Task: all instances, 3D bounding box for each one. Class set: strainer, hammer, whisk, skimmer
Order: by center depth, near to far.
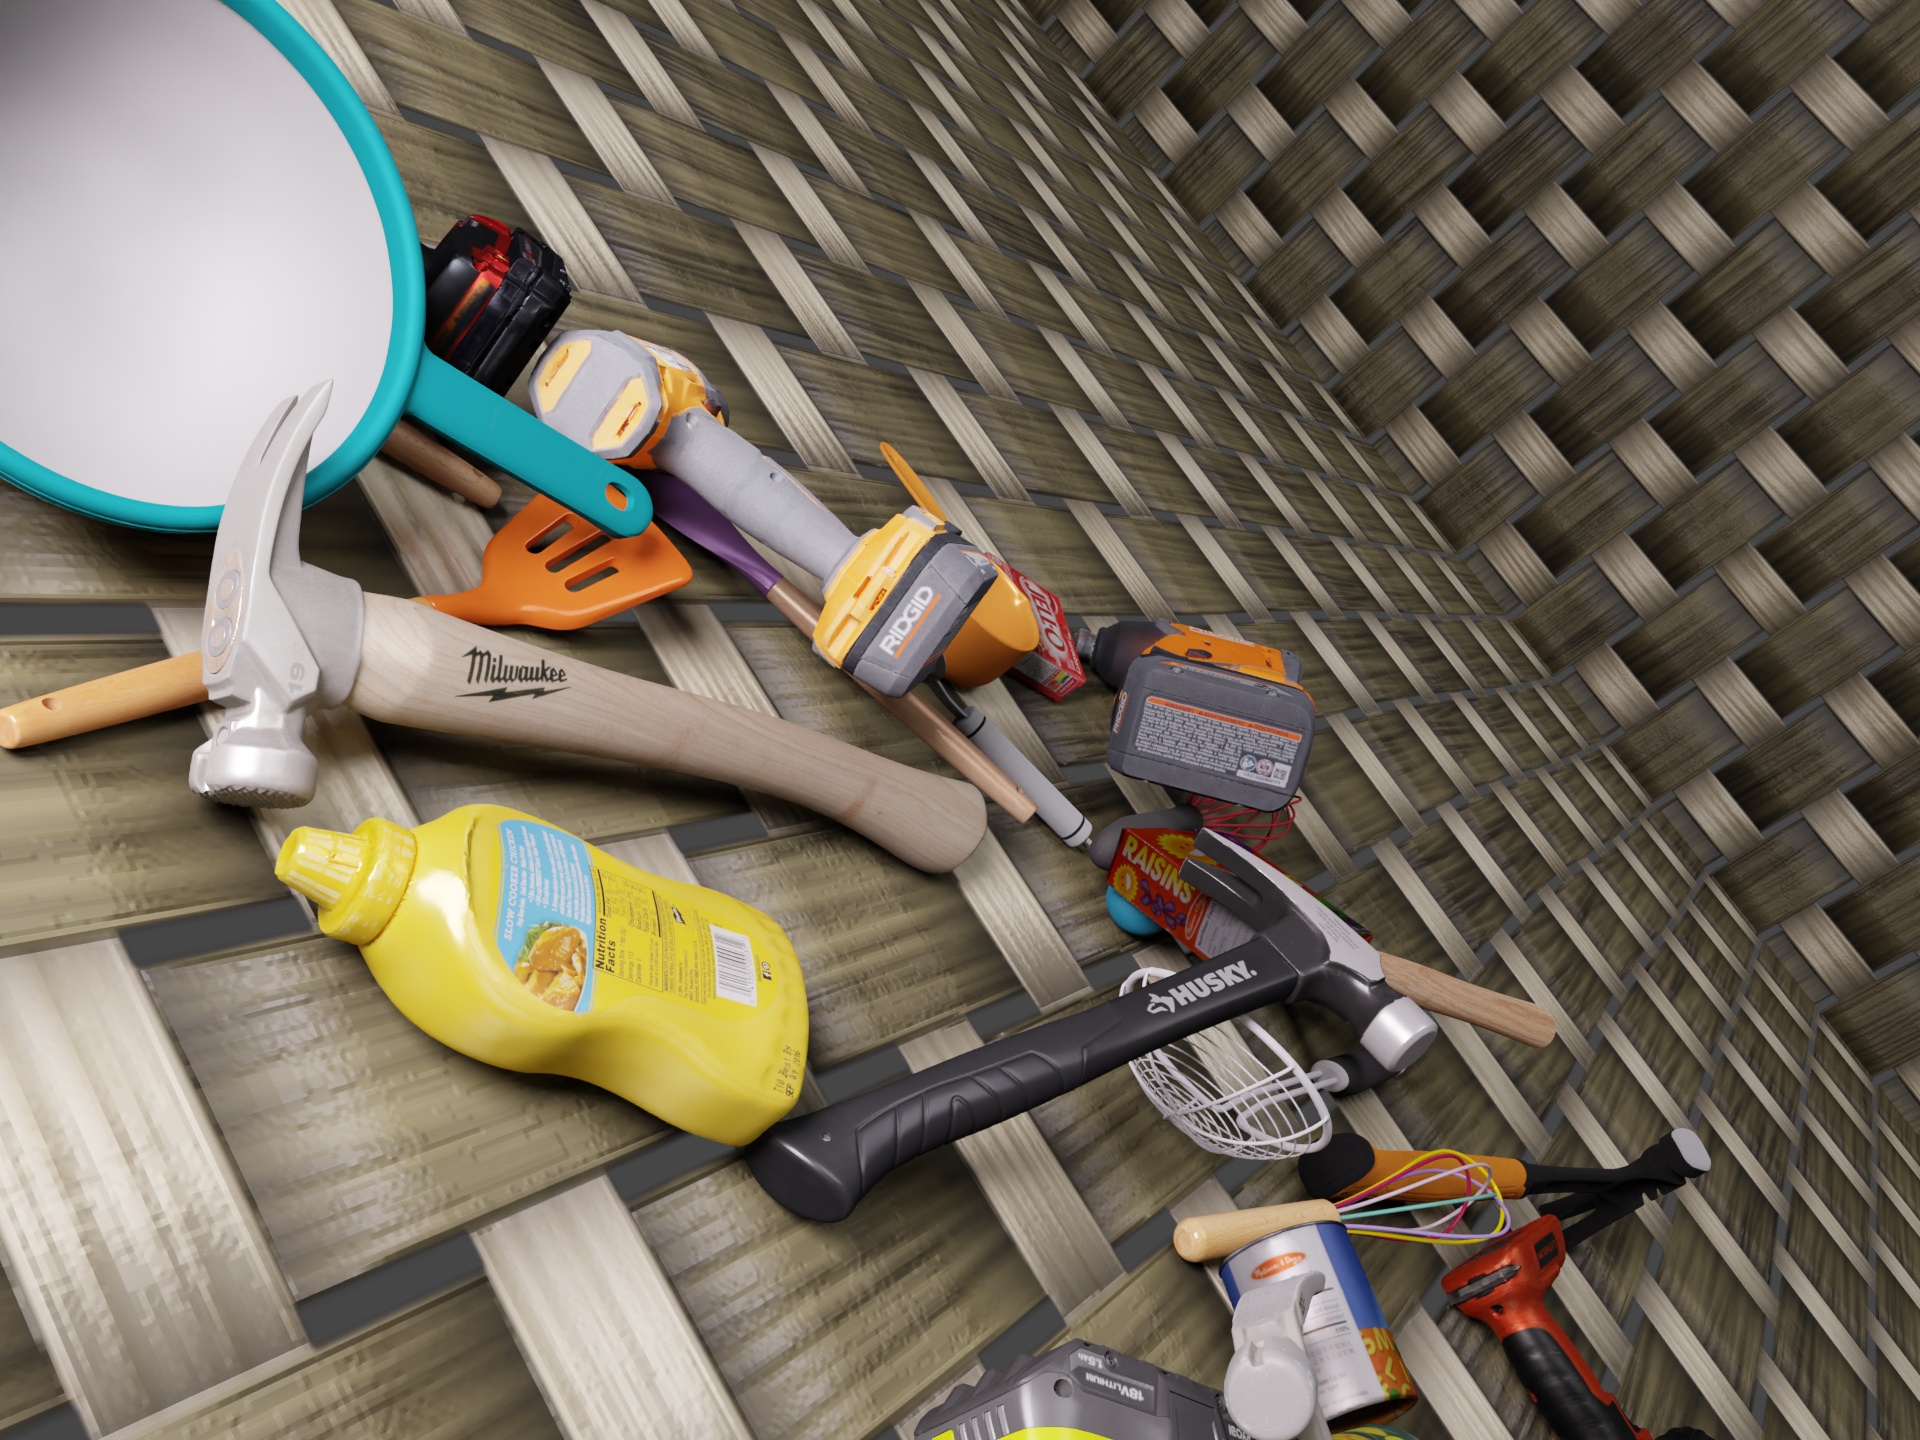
[{"bbox_3d":[0.175,0.387,0.573,0.149,0.036,0.359,26,43,-72],"label":"hammer"},{"bbox_3d":[-0.268,-0.144,0.608,0.340,0.095,0.211,30,62,-49],"label":"strainer"},{"bbox_3d":[-0.118,-0.004,0.679,0.410,0.038,0.146,20,67,-51],"label":"hammer"},{"bbox_3d":[0.055,0.135,0.689,0.334,0.035,0.146,-13,47,-38],"label":"hammer"},{"bbox_3d":[0.204,0.257,0.835,0.244,0.051,0.047,6,79,-35],"label":"whisk"},{"bbox_3d":[-0.001,-0.003,0.912,0.258,0.050,0.087,45,-18,-20],"label":"strainer"},{"bbox_3d":[0.204,0.187,0.917,0.127,0.090,0.363,30,12,32],"label":"skimmer"},{"bbox_3d":[0.327,0.288,0.991,0.336,0.127,0.034,14,43,-35],"label":"hammer"},{"bbox_3d":[0.268,0.161,1.031,0.331,0.031,0.130,21,18,-30],"label":"hammer"},{"bbox_3d":[0.155,0.062,1.036,0.073,0.073,0.295,56,28,14],"label":"whisk"}]

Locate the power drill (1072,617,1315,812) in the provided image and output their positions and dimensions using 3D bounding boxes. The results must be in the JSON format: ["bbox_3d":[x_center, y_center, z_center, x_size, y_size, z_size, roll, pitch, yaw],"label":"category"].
[{"bbox_3d":[0.149,-0.017,1.059,0.164,0.084,0.226,15,15,3],"label":"power drill"}]

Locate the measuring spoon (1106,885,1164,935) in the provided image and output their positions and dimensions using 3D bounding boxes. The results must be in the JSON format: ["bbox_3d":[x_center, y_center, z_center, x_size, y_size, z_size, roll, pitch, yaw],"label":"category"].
[{"bbox_3d":[0.125,0.133,0.959,0.128,0.021,0.042,39,11,-39],"label":"measuring spoon"}]

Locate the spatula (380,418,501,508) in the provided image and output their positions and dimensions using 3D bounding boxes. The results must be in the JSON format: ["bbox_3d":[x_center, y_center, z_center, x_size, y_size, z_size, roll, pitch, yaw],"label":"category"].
[{"bbox_3d":[-0.321,-0.181,0.648,0.317,0.044,0.082,33,23,-32],"label":"spatula"}]

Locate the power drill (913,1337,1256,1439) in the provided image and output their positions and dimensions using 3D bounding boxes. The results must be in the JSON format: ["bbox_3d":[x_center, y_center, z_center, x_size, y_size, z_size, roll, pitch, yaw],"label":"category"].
[{"bbox_3d":[0.050,0.327,0.504,0.171,0.080,0.223,33,33,-31],"label":"power drill"}]

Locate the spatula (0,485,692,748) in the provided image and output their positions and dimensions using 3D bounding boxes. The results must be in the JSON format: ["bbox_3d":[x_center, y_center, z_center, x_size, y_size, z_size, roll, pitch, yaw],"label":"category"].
[{"bbox_3d":[-0.222,-0.043,0.618,0.081,0.041,0.322,44,26,6],"label":"spatula"}]

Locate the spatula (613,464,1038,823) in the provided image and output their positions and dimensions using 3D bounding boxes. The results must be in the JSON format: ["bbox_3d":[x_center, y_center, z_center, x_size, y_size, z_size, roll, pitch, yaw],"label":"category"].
[{"bbox_3d":[-0.081,-0.054,0.847,0.316,0.018,0.060,42,24,3],"label":"spatula"}]

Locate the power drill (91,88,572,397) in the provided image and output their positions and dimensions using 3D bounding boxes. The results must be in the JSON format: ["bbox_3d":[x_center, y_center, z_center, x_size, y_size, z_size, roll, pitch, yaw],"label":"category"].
[{"bbox_3d":[-0.294,-0.241,0.717,0.226,0.080,0.188,34,11,-27],"label":"power drill"}]

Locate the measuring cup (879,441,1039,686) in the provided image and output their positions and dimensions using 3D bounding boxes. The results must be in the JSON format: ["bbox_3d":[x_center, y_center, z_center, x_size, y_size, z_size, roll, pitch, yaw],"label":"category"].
[{"bbox_3d":[-0.021,-0.096,0.997,0.095,0.052,0.174,3,50,-56],"label":"measuring cup"}]

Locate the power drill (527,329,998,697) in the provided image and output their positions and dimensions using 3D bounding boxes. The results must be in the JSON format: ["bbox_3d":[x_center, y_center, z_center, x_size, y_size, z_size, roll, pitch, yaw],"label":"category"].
[{"bbox_3d":[-0.093,-0.112,0.805,0.226,0.084,0.185,36,9,0],"label":"power drill"}]
